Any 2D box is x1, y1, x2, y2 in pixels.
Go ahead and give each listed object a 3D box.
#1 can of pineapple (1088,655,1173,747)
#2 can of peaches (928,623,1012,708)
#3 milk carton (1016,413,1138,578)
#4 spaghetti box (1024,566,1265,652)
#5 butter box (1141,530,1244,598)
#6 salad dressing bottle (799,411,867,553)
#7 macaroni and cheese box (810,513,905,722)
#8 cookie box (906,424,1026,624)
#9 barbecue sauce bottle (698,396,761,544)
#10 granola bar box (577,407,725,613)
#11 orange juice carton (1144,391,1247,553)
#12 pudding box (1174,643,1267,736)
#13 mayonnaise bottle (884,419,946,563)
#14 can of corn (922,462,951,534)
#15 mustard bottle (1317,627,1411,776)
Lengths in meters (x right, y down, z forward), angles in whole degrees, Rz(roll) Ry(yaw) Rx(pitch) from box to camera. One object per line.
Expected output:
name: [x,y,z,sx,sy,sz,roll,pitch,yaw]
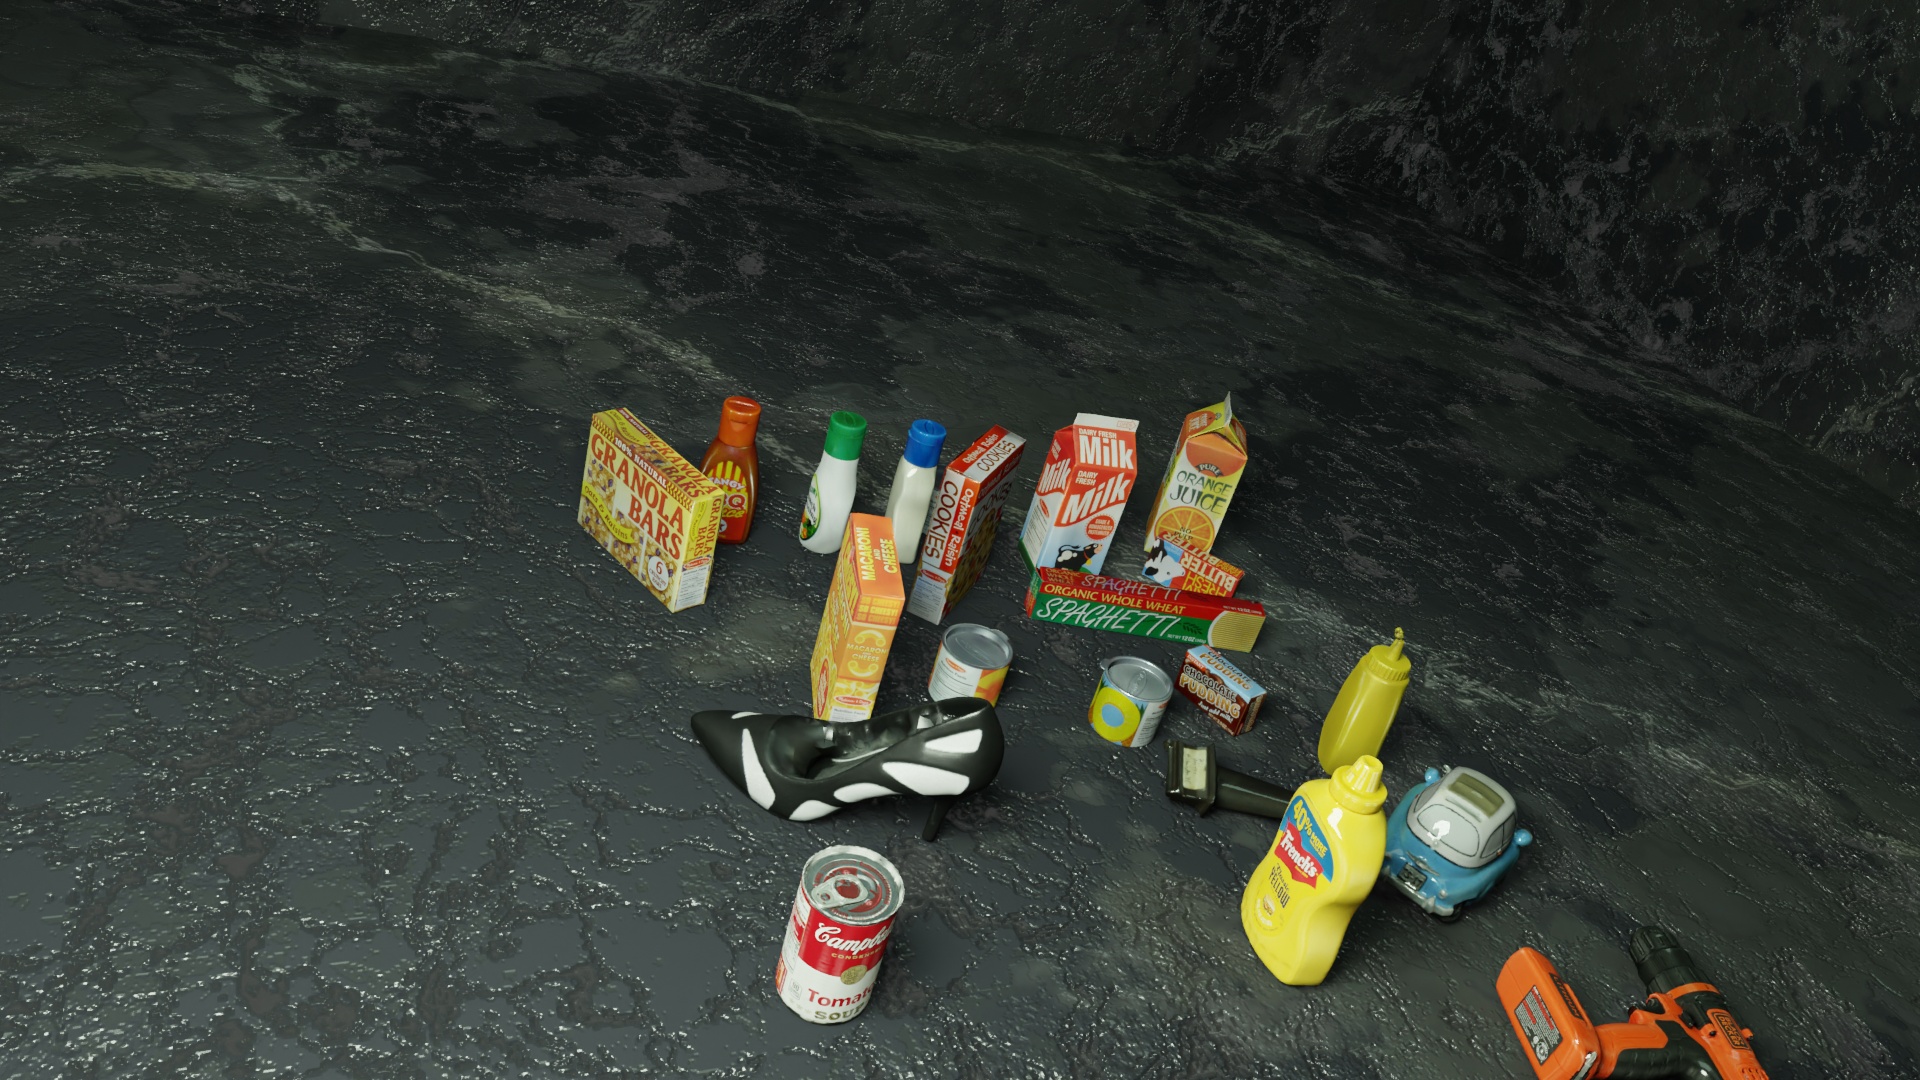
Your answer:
can of pineapple: [0.155,0.148,1.284,0.071,0.057,0.071,13,30,-7]
can of peaches: [0.010,0.117,1.262,0.071,0.057,0.071,13,30,-7]
milk carton: [0.127,-0.048,1.462,0.072,0.189,0.074,5,32,-19]
spaghetti box: [0.191,0.072,1.435,0.250,0.050,0.029,9,30,-12]
butter box: [0.255,0.036,1.524,0.103,0.052,0.024,29,32,20]
salad dressing bottle: [-0.127,-0.058,1.396,0.044,0.147,0.064,4,32,-21]
macaroni and cheese box: [-0.090,0.079,1.168,0.040,0.165,0.124,8,31,-14]
cookie box: [0.005,-0.017,1.374,0.040,0.166,0.123,24,31,13]
barbecue sauce bottle: [-0.226,-0.069,1.363,0.065,0.147,0.044,13,30,-7]
granola bar box: [-0.289,-0.030,1.291,0.039,0.123,0.166,-16,43,-44]
orange juice carton: [0.273,-0.072,1.574,0.073,0.191,0.072,17,30,1]
pudding box: [0.251,0.144,1.346,0.030,0.049,0.084,-12,41,-40]
mayonnaise bottle: [-0.049,-0.052,1.424,0.041,0.147,0.065,9,31,-14]
can of corn: [-0.020,-0.045,1.516,0.071,0.058,0.071,13,30,-7]
mustard bottle: [0.382,0.149,1.293,0.049,0.159,0.065,15,30,-2]
